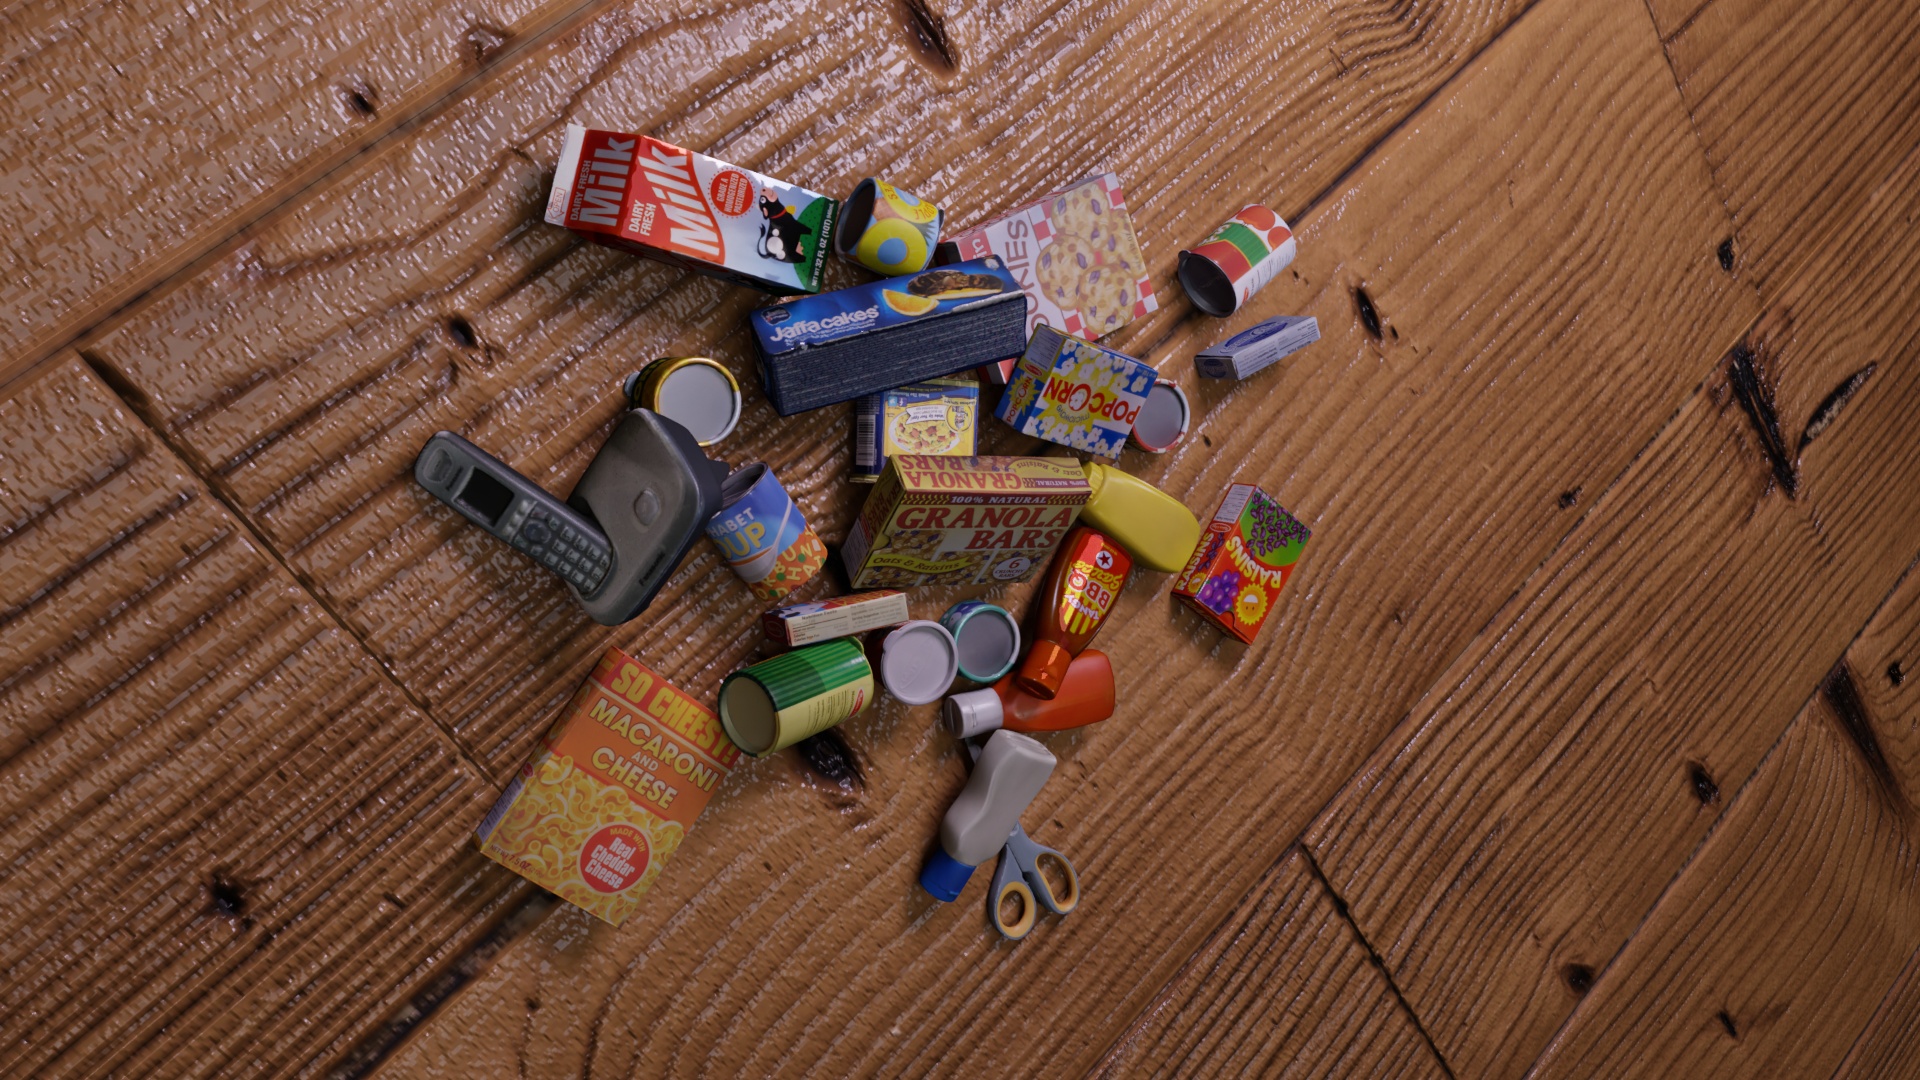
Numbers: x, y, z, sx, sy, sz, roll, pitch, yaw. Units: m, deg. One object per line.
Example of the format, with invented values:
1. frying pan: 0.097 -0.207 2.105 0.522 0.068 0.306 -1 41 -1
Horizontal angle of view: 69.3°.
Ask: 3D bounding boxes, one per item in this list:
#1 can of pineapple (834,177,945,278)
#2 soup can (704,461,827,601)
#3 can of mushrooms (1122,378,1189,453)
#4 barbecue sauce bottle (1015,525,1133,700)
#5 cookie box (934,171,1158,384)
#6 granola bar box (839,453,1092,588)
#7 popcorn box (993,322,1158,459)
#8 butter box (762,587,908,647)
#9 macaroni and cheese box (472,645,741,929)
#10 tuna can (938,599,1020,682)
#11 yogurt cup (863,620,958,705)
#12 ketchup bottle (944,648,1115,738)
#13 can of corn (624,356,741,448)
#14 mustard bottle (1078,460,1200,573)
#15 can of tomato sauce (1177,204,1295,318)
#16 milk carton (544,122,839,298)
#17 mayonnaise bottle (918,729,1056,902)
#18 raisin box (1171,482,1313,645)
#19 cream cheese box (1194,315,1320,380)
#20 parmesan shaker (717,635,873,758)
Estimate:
1. can of pineapple: -0.055 -0.237 1.059 0.058 0.071 0.071 19 87 -29
2. soup can: -0.150 -0.004 1.033 0.071 0.071 0.083 -41 113 -19
3. can of mushrooms: 0.164 -0.108 1.214 0.071 0.033 0.071 -4 98 -29
4. barbecue sauce bottle: 0.091 0.063 1.166 0.065 0.043 0.149 35 63 -14
5. cookie box: 0.072 -0.217 1.148 0.168 0.040 0.122 -29 109 -24
6. granola bar box: 0.004 -0.014 1.091 0.166 0.123 0.039 -1 53 -29
7. popcorn box: 0.097 -0.121 1.143 0.127 0.038 0.085 11 110 -46
8. butter box: -0.096 0.059 1.079 0.104 0.053 0.024 -12 99 -28
9. macaroni and cheese box: -0.252 0.179 1.014 0.123 0.040 0.167 40 77 -27
10. tuna can: 0.012 0.084 1.153 0.071 0.033 0.071 -4 97 -29
11. yogurt cup: -0.043 0.094 1.111 0.072 0.054 0.072 -4 98 -28
12. ketchup bottle: 0.060 0.135 1.178 0.149 0.043 0.064 -9 98 -28
13. can of corn: -0.200 -0.101 1.000 0.071 0.058 0.071 -4 97 -29
14. mustard bottle: 0.136 -0.030 1.199 0.160 0.049 0.065 33 79 -27
15. can of tomato sauce: 0.242 -0.248 1.224 0.083 0.071 0.071 -41 113 -19
16. milk carton: -0.191 -0.231 0.982 0.191 0.073 0.072 13 90 -29
17. mayonnaise bottle: 0.018 0.229 1.148 0.065 0.041 0.148 25 100 -42
18. raisin box: 0.260 0.021 1.279 0.086 0.040 0.123 37 79 -28
19. cream cheese box: 0.268 -0.175 1.253 0.104 0.053 0.024 -27 110 -23
20. parmesan shaker: -0.123 0.113 1.041 0.103 0.071 0.071 -17 105 -51
